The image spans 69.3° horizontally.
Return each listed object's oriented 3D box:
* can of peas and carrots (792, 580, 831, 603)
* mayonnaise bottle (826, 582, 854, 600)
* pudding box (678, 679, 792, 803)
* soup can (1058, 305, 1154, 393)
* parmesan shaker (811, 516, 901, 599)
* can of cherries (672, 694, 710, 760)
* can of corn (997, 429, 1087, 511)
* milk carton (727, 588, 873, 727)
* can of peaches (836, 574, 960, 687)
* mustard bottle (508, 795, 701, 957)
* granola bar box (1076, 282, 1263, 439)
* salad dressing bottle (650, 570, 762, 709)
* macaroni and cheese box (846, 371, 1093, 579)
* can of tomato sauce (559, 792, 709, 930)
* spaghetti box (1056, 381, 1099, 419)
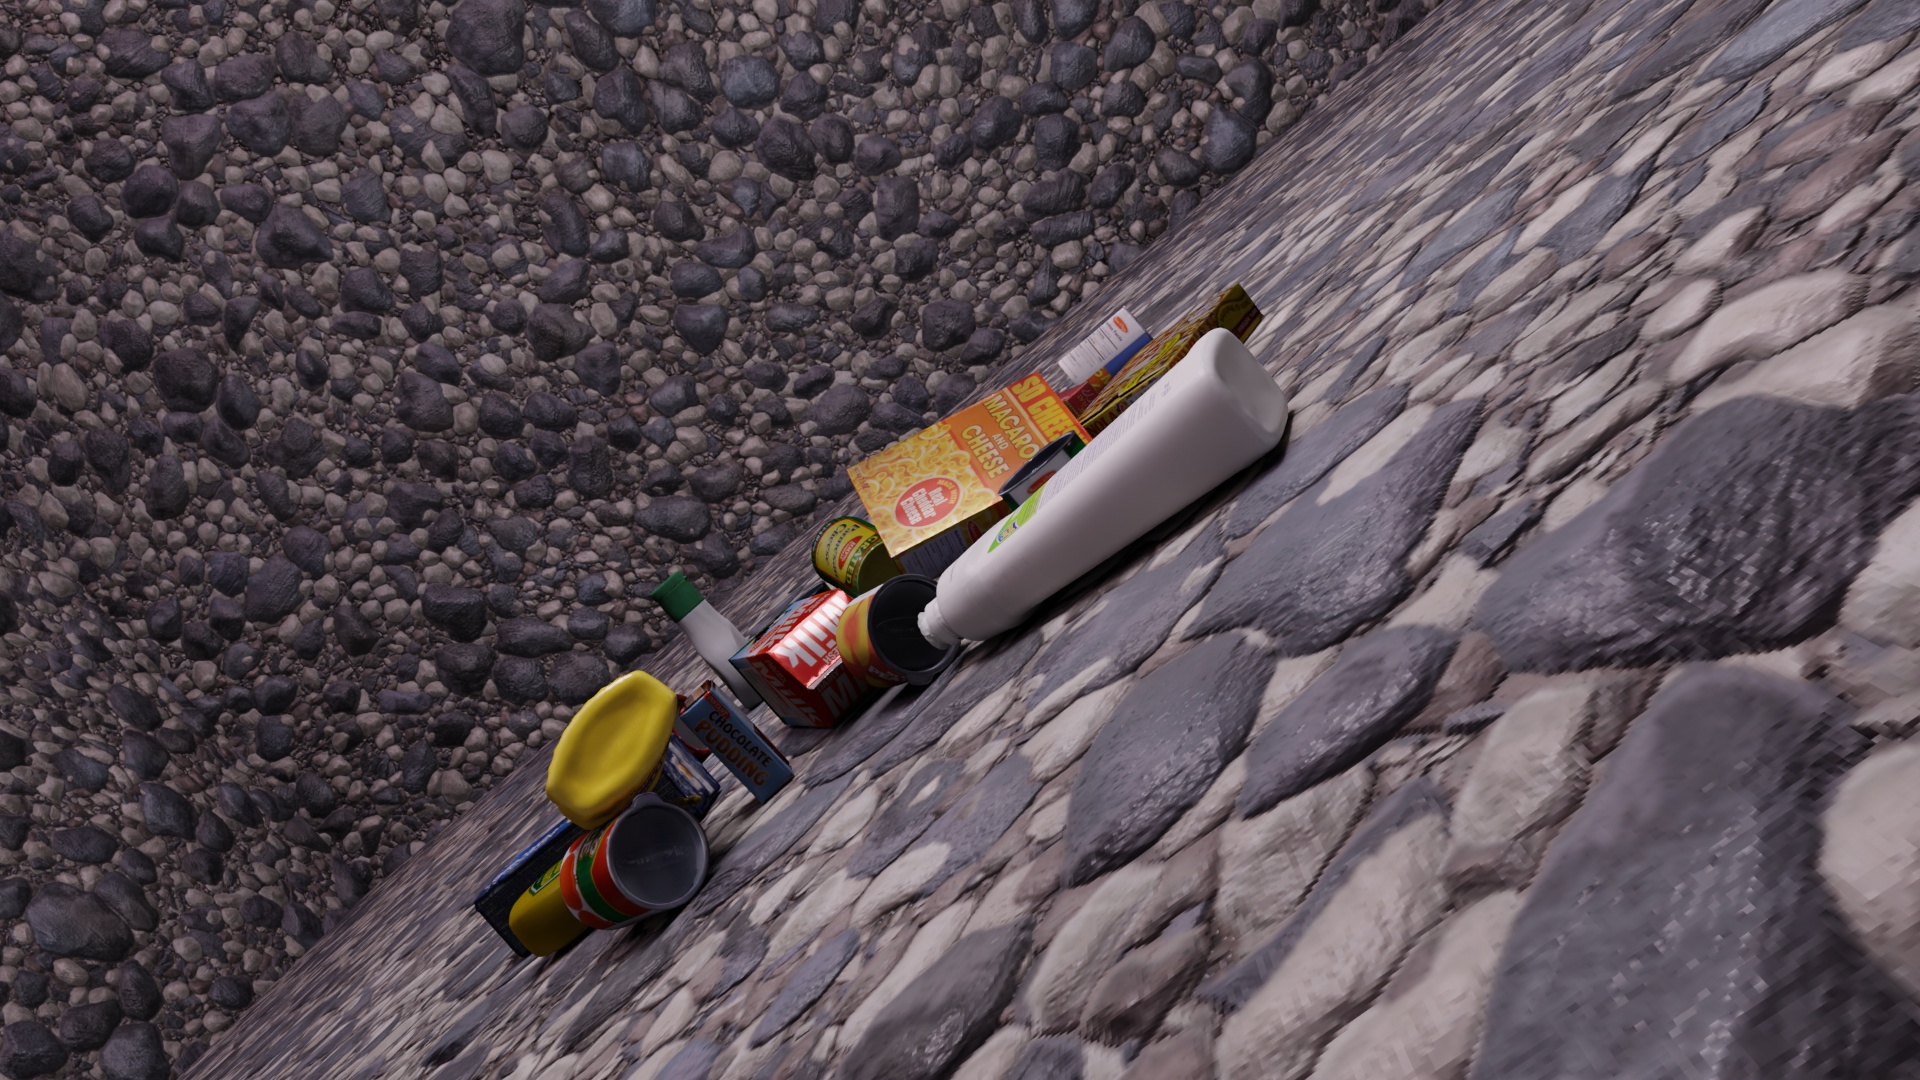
[{"bbox_3d":[-0.128,0.078,1.250,0.071,0.058,0.071,-39,8,7],"label":"can of peas and carrots"},{"bbox_3d":[-0.110,0.047,1.418,0.148,0.041,0.065,-40,6,8],"label":"mayonnaise bottle"},{"bbox_3d":[-0.152,0.136,0.943,0.030,0.083,0.049,-43,9,-7],"label":"pudding box"},{"bbox_3d":[0.148,-0.172,1.336,0.083,0.071,0.071,-40,7,9],"label":"soup can"},{"bbox_3d":[-0.082,0.023,1.200,0.071,0.071,0.103,-42,29,-15],"label":"parmesan shaker"},{"bbox_3d":[-0.272,0.187,1.299,0.058,0.071,0.072,-36,8,18],"label":"can of cherries"},{"bbox_3d":[0.069,-0.031,0.921,0.071,0.058,0.071,-40,7,6],"label":"can of corn"},{"bbox_3d":[-0.106,0.088,1.028,0.072,0.073,0.190,-43,8,-19],"label":"milk carton"},{"bbox_3d":[-0.040,0.062,0.898,0.071,0.071,0.058,-44,8,-28],"label":"can of peaches"},{"bbox_3d":[-0.250,0.230,0.998,0.160,0.049,0.065,-40,9,3],"label":"mustard bottle"},{"bbox_3d":[0.163,-0.133,1.124,0.123,0.039,0.166,-33,10,43],"label":"granola bar box"},{"bbox_3d":[-0.238,0.095,1.345,0.044,0.147,0.064,-40,7,0],"label":"salad dressing bottle"},{"bbox_3d":[0.011,-0.047,1.032,0.166,0.040,0.124,-27,40,-3],"label":"macaroni and cheese box"},{"bbox_3d":[-0.205,0.202,0.866,0.082,0.071,0.071,-33,10,47],"label":"can of tomato sauce"},{"bbox_3d":[0.089,-0.107,1.294,0.029,0.050,0.250,-40,7,-9],"label":"spaghetti box"}]
